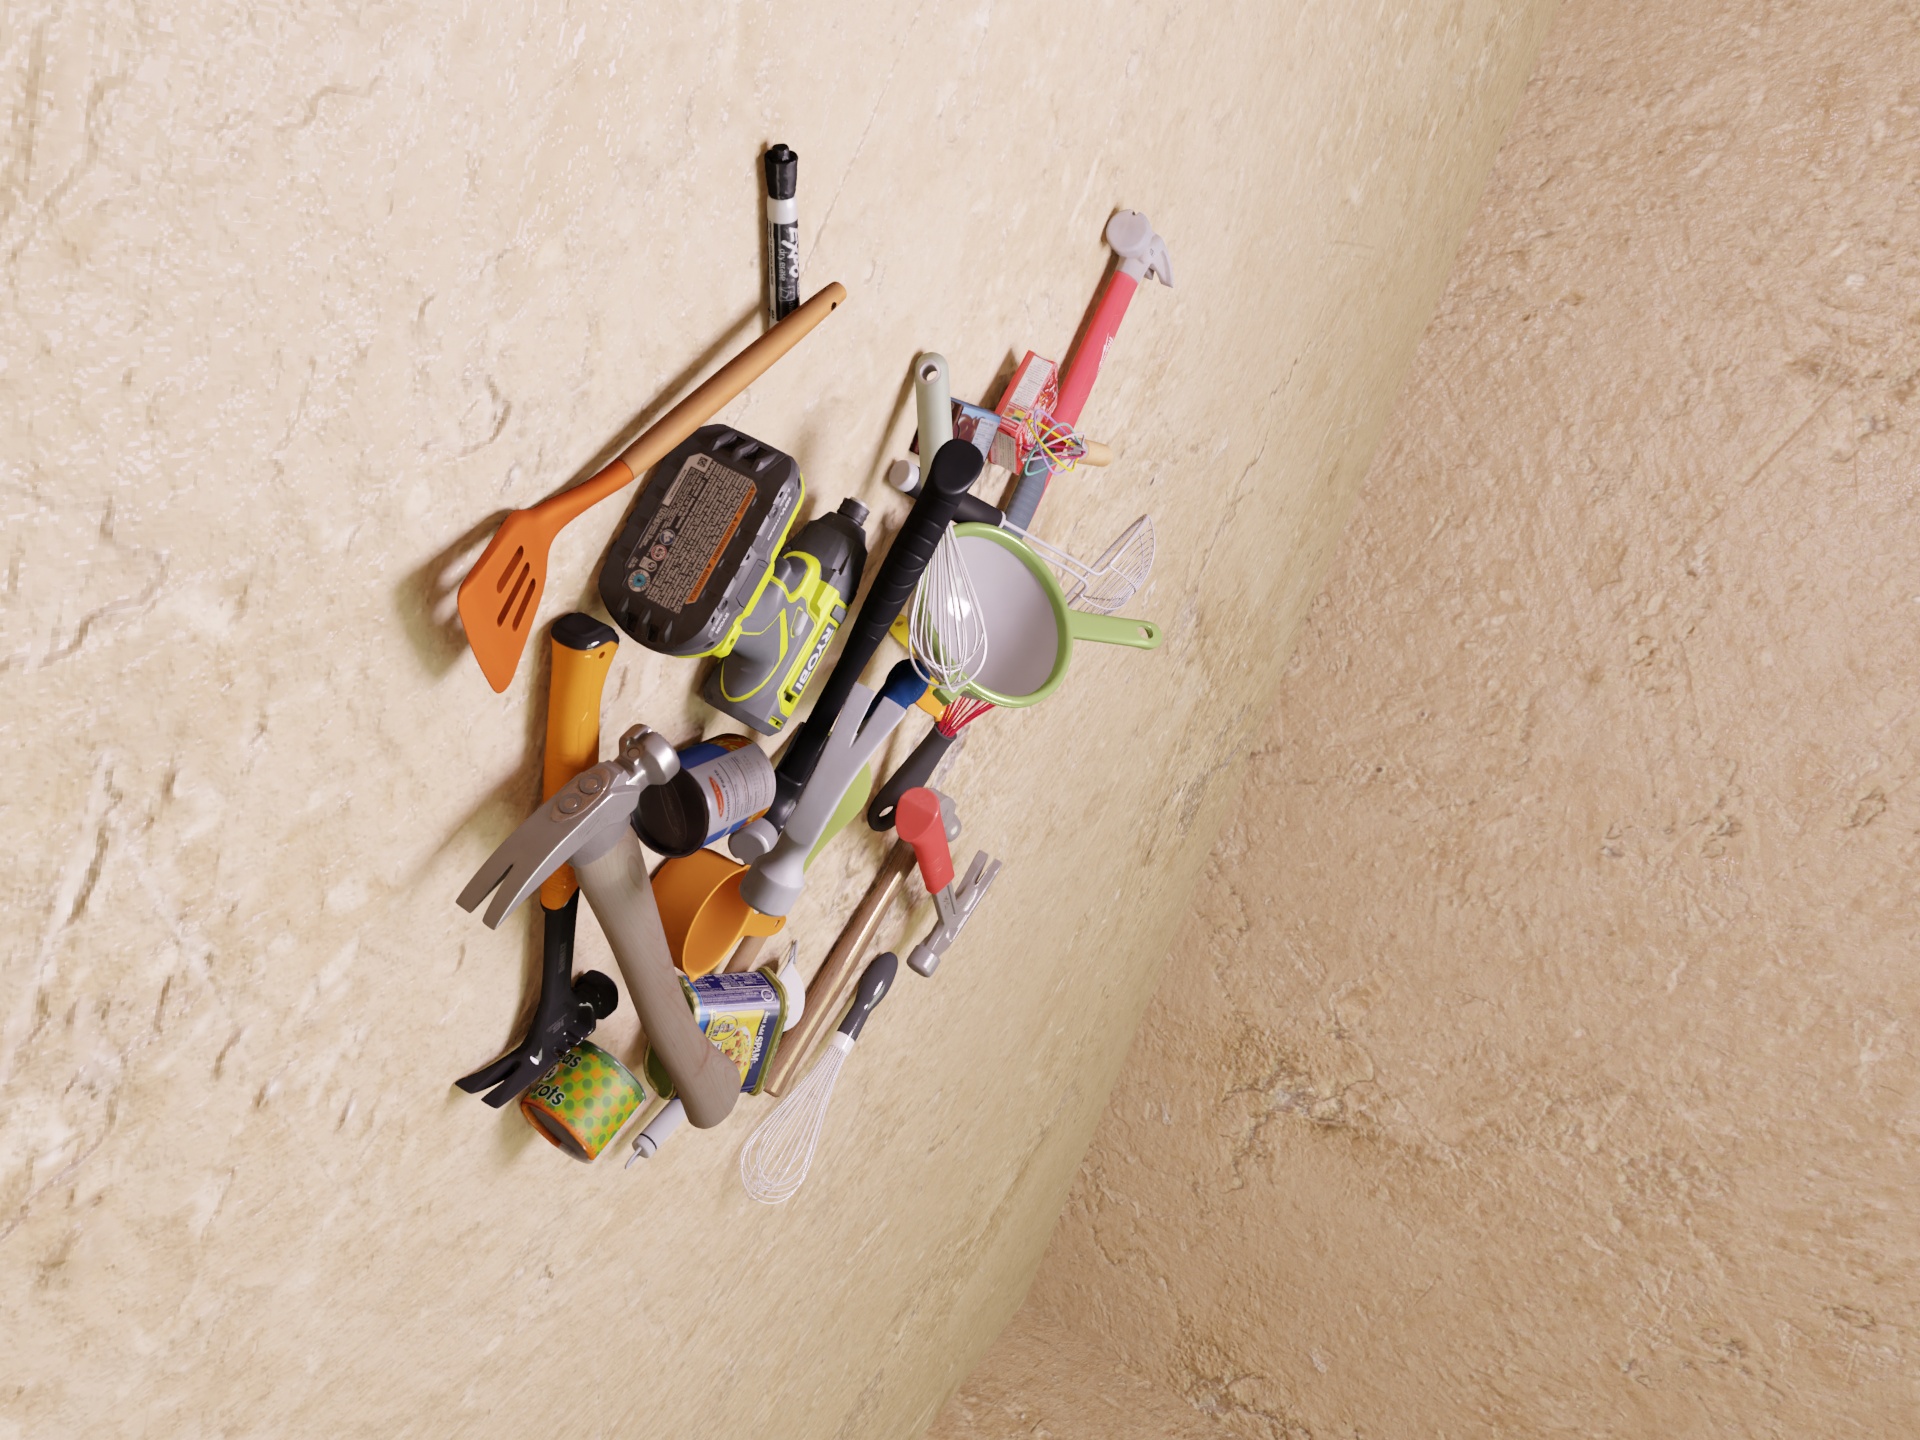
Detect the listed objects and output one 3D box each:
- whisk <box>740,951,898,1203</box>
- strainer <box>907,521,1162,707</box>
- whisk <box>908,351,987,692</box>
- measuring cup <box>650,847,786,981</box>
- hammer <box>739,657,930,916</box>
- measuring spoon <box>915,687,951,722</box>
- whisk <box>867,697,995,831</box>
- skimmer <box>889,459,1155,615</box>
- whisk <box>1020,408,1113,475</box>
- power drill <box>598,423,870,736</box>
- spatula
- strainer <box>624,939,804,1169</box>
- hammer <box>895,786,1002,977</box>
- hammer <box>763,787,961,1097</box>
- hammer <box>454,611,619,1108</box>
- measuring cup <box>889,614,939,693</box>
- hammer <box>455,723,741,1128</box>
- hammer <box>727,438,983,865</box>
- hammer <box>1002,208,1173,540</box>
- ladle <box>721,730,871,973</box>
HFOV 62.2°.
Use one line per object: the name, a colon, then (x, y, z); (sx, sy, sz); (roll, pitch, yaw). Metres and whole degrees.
whisk: (-0.135, 0.350, 1.583); (0.285, 0.070, 0.070); (-59, 161, -28)
strainer: (0.051, -0.070, 1.266); (0.256, 0.069, 0.152); (4, 69, -39)
whisk: (-0.014, -0.142, 1.139); (0.059, 0.058, 0.246); (11, 76, -76)
measuring cup: (-0.182, 0.141, 1.190); (0.095, 0.052, 0.173); (-64, 163, -1)
hammer: (-0.062, 0.007, 1.103); (0.144, 0.035, 0.405); (-60, -179, 14)
measuring spoon: (-0.026, -0.016, 1.456); (0.021, 0.011, 0.116); (-62, 161, -7)
whisk: (-0.002, -0.004, 1.380); (0.295, 0.073, 0.073); (-53, 168, 30)
skimmer: (0.049, -0.164, 1.334); (0.127, 0.090, 0.363); (-46, 144, 19)
whisk: (0.096, -0.224, 1.338); (0.051, 0.047, 0.245); (-69, 167, 13)
power drill: (-0.127, -0.092, 1.003); (0.171, 0.080, 0.223); (-62, 165, -5)
spatula: (-0.161, -0.147, 0.869); (0.323, 0.041, 0.081); (-48, 155, -28)
strainer: (-0.196, 0.283, 1.337); (0.258, 0.050, 0.086); (-46, 173, -41)
hammer: (-0.017, 0.136, 1.529); (0.149, 0.037, 0.358); (-57, 164, -18)
hammer: (-0.099, 0.209, 1.523); (0.331, 0.031, 0.130); (-59, 161, -15)
hammer: (-0.248, 0.086, 0.972); (0.127, 0.034, 0.336); (-40, 150, -52)
measuring cup: (-0.028, -0.067, 1.366); (0.062, 0.029, 0.156); (-33, 149, 12)
hammer: (-0.210, 0.177, 1.047); (0.146, 0.038, 0.410); (-47, 152, -28)
hammer: (-0.068, -0.053, 1.106); (0.334, 0.035, 0.146); (-59, -178, 32)
hammer: (0.088, -0.250, 1.417); (0.386, 0.038, 0.143); (-65, 163, 4)
ladle: (-0.165, 0.153, 1.282); (0.320, 0.062, 0.078); (-59, 162, 6)
